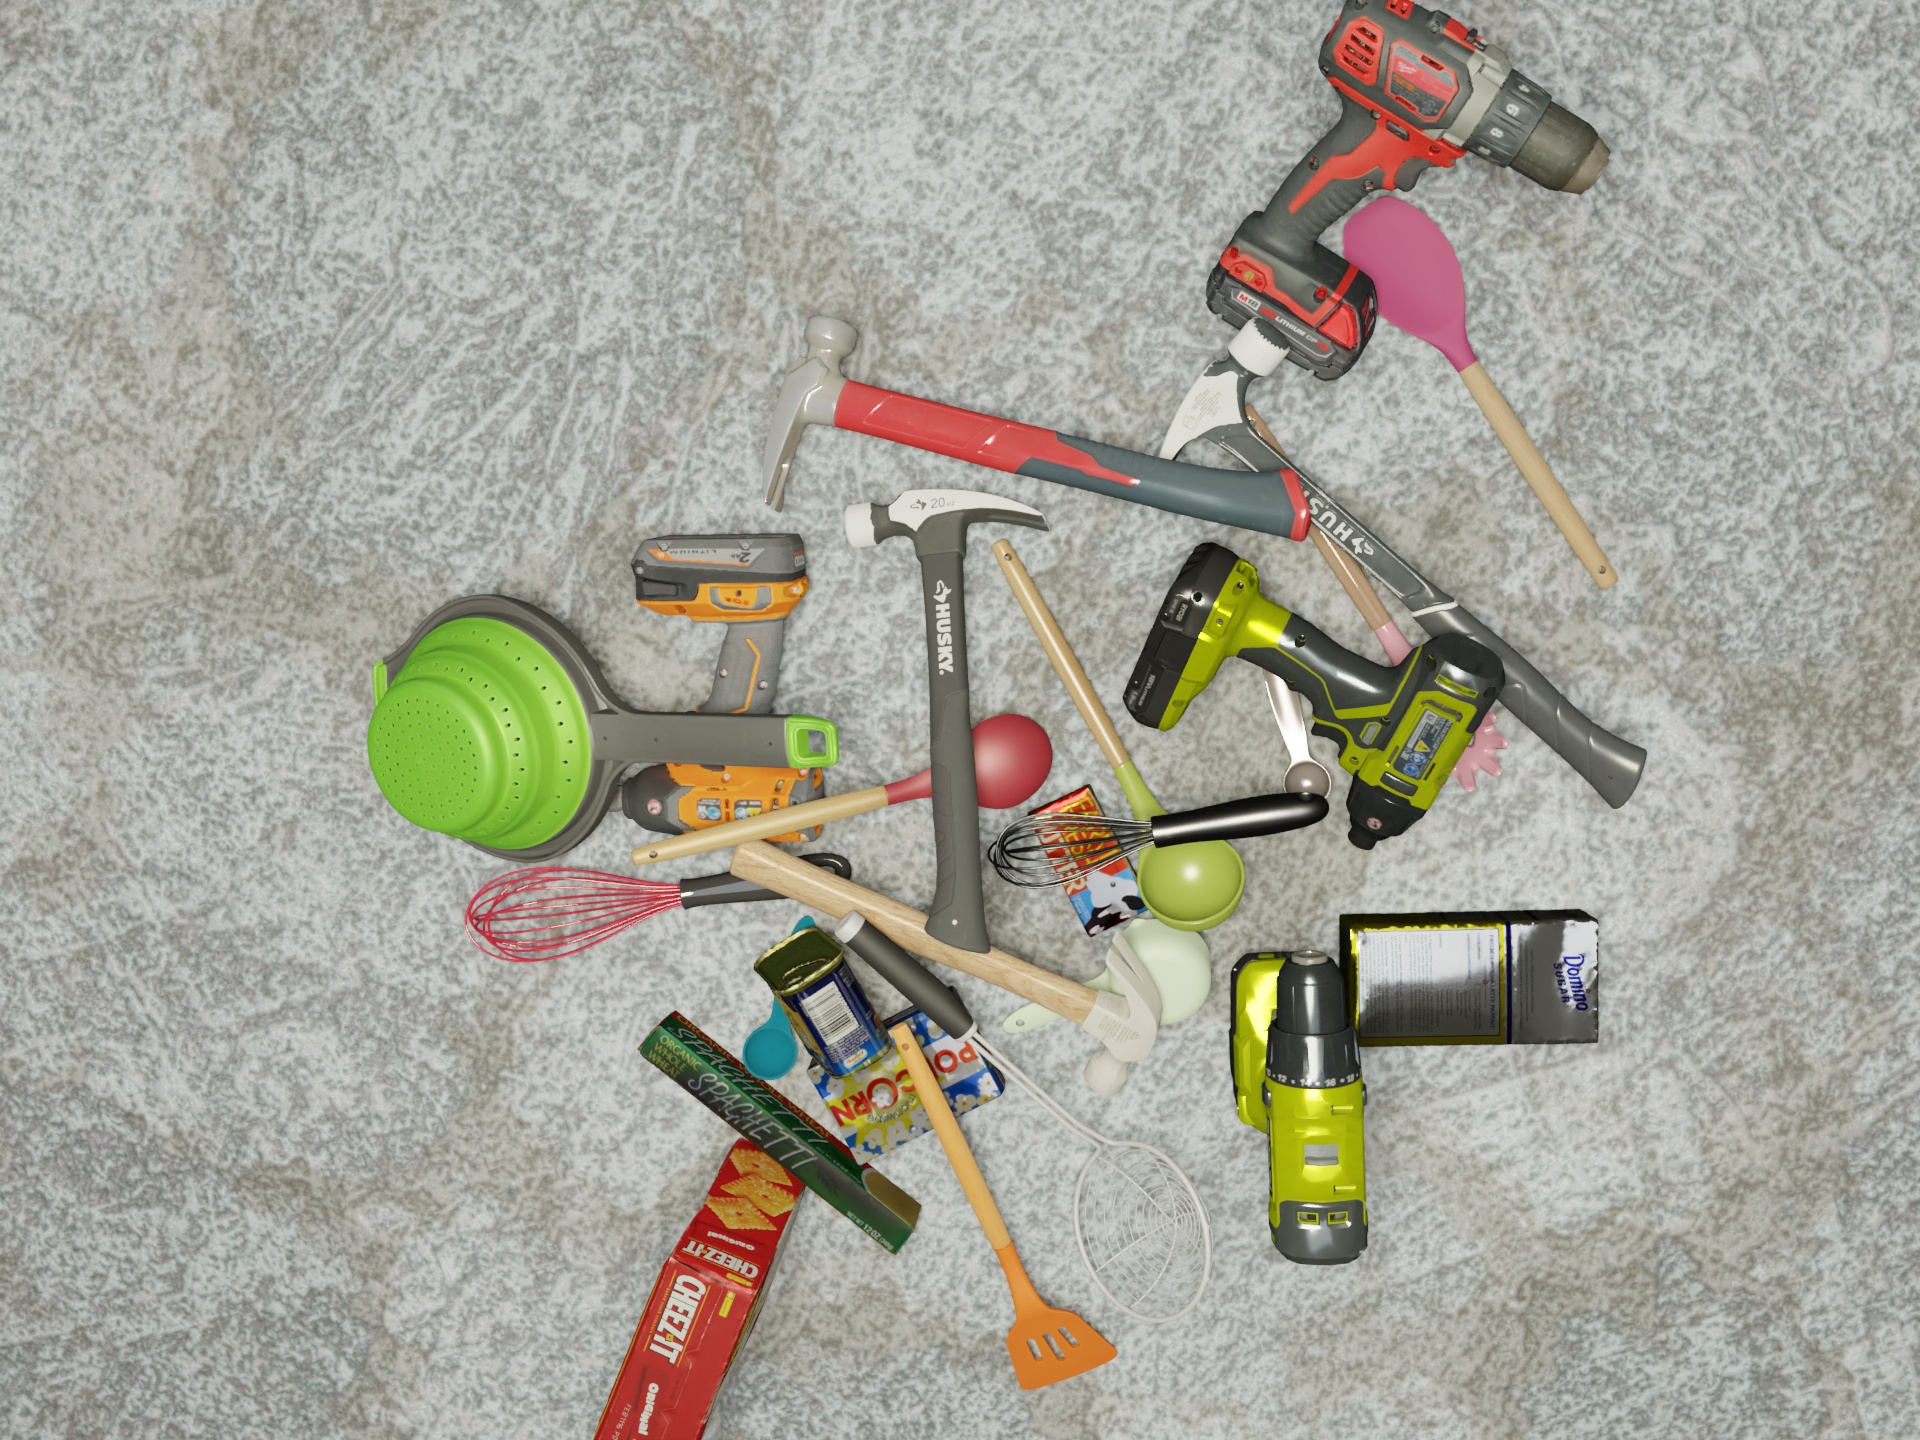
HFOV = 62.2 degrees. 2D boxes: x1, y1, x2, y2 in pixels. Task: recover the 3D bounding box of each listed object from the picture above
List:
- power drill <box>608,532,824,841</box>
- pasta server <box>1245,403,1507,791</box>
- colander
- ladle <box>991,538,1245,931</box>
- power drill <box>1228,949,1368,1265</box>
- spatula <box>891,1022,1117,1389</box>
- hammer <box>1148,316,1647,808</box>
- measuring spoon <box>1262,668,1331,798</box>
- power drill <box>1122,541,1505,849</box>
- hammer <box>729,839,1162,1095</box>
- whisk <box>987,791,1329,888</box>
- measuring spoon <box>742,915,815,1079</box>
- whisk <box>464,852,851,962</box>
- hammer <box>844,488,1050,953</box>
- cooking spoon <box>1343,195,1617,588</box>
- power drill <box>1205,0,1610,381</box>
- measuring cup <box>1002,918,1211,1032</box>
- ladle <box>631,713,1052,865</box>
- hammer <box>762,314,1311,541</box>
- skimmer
[{"bbox_3d":[-0.186,-0.022,1.168,0.164,0.084,0.226,0,100,5],"label":"power drill"},{"bbox_3d":[0.287,-0.091,1.135,0.060,0.040,0.316,-33,91,13],"label":"pasta server"},{"bbox_3d":[-0.279,0.018,1.115,0.397,0.094,0.204,1,104,22],"label":"colander"},{"bbox_3d":[0.107,0.008,1.154,0.078,0.062,0.320,-29,89,-8],"label":"ladle"},{"bbox_3d":[0.229,0.231,1.074,0.080,0.228,0.190,-3,95,6],"label":"power drill"},{"bbox_3d":[0.021,0.366,1.187,0.081,0.041,0.322,-23,98,7],"label":"spatula"},{"bbox_3d":[0.304,-0.086,1.088,0.409,0.036,0.149,42,126,2],"label":"hammer"},{"bbox_3d":[0.242,0.002,1.162,0.034,0.018,0.124,-15,87,14],"label":"measuring spoon"},{"bbox_3d":[0.235,-0.014,1.099,0.223,0.080,0.171,27,127,9],"label":"power drill"},{"bbox_3d":[-0.011,0.160,1.145,0.331,0.031,0.130,24,128,1],"label":"hammer"},{"bbox_3d":[0.136,0.078,1.106,0.239,0.055,0.055,-10,95,9],"label":"whisk"},{"bbox_3d":[-0.135,0.211,1.219,0.042,0.021,0.128,17,88,-13],"label":"measuring spoon"},{"bbox_3d":[-0.228,0.133,1.200,0.296,0.073,0.073,-8,95,0],"label":"whisk"},{"bbox_3d":[-0.002,-0.004,1.119,0.146,0.035,0.335,-6,76,11],"label":"hammer"},{"bbox_3d":[0.372,-0.228,1.123,0.069,0.017,0.319,-33,91,8],"label":"cooking spoon"},{"bbox_3d":[0.282,-0.333,1.031,0.188,0.080,0.226,32,135,2],"label":"power drill"},{"bbox_3d":[0.106,0.205,1.174,0.167,0.038,0.083,-25,109,12],"label":"measuring cup"},{"bbox_3d":[-0.079,0.058,1.139,0.315,0.031,0.069,-14,98,-11],"label":"ladle"},{"bbox_3d":[0.049,-0.171,1.103,0.386,0.038,0.143,17,88,16],"label":"hammer"},{"bbox_3d":[0.038,0.280,1.131,0.363,0.090,0.127,43,130,-10],"label":"skimmer"}]
